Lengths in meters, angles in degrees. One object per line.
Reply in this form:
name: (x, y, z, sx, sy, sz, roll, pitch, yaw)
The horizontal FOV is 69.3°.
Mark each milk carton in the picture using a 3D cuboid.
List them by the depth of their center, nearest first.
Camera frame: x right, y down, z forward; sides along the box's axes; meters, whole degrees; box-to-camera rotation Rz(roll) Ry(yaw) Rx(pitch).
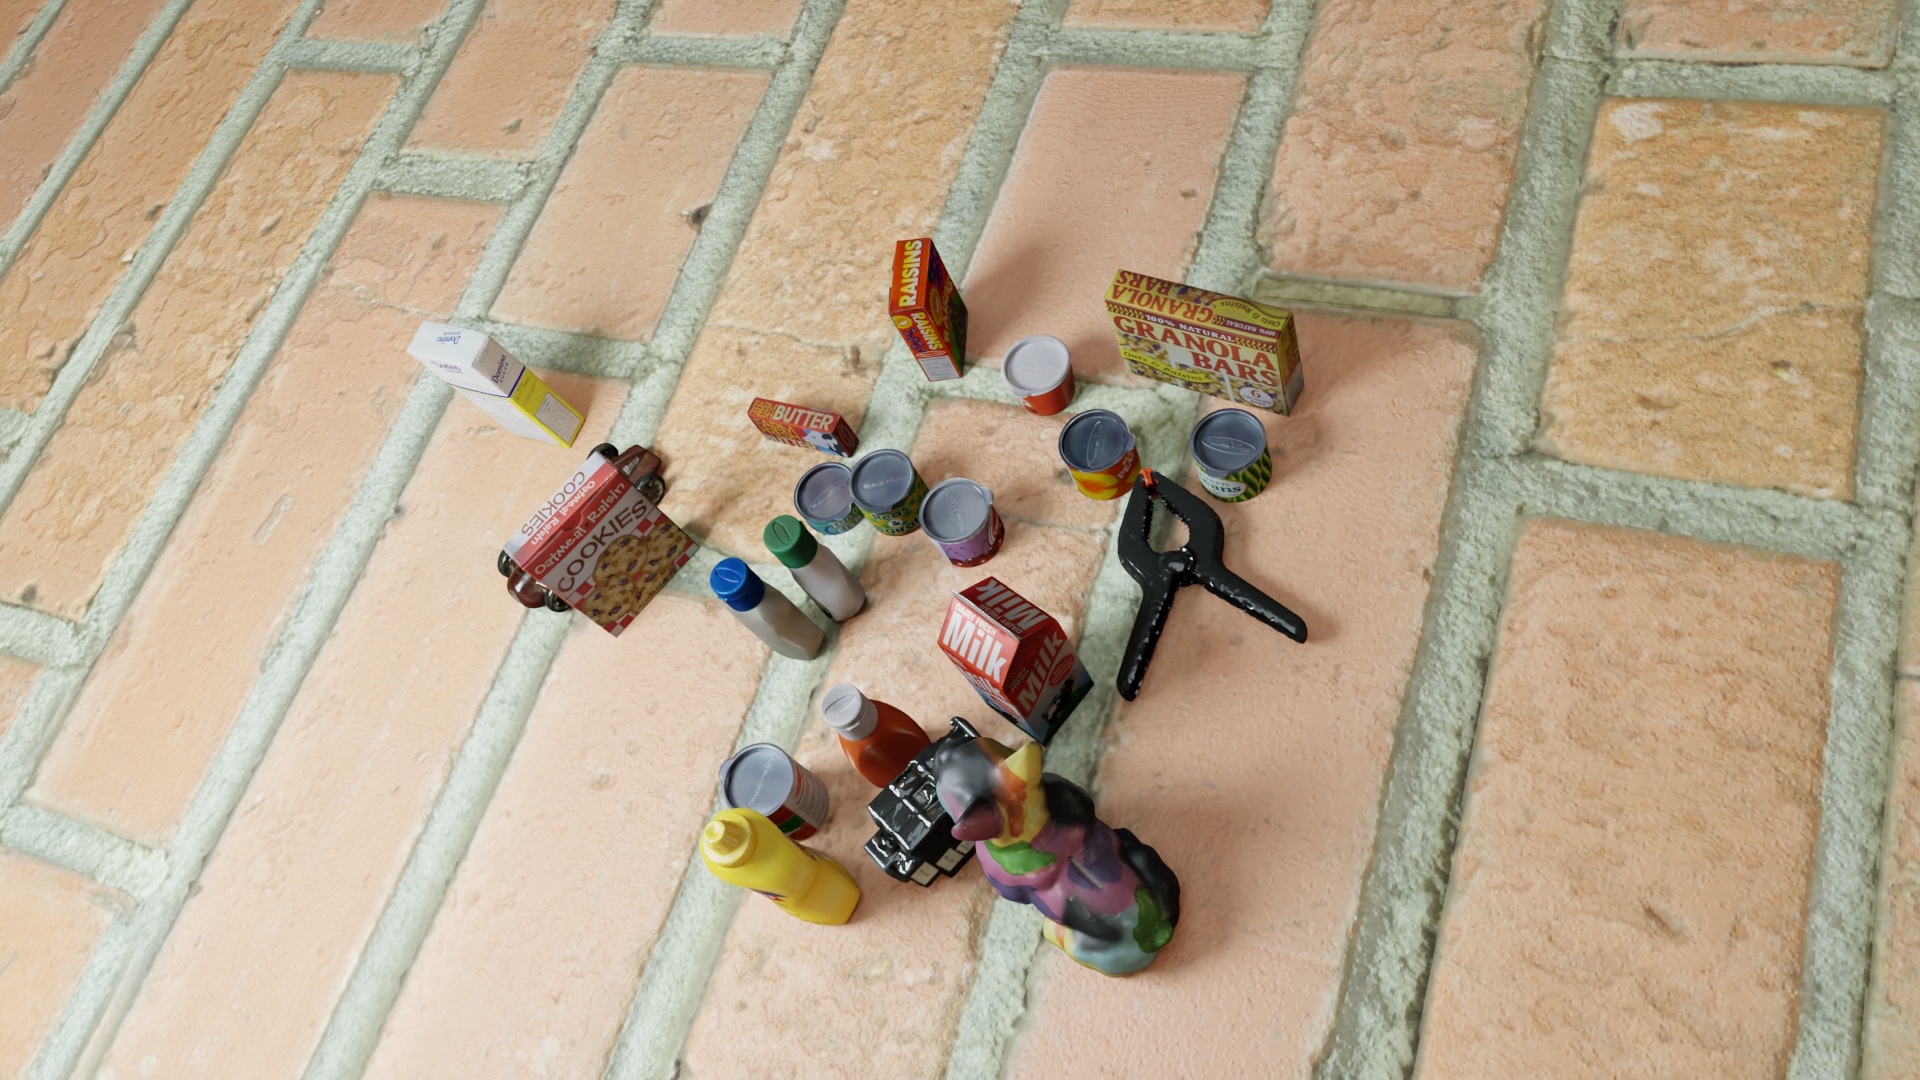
milk carton: (0.043, 0.094, 1.132, 0.072, 0.190, 0.073, 33, 78, 30)

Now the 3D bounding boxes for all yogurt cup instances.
yogurt cup: (0.078, -0.156, 1.331, 0.072, 0.053, 0.073, -8, 62, 15)

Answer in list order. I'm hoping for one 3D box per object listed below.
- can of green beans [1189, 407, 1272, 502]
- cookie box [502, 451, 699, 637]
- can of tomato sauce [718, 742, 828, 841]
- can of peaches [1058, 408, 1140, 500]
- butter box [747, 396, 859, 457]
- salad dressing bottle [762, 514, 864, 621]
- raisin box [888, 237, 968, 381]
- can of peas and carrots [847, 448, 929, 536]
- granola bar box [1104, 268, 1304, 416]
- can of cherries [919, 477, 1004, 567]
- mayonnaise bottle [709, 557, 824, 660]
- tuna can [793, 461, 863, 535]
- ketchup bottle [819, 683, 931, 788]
can of green beans: (0.241, -0.075, 1.232, 0.071, 0.057, 0.071, -8, 62, 15)
cookie box: (-0.336, 0.007, 1.318, 0.040, 0.167, 0.123, 36, 80, 30)
can of tomato sauce: (-0.161, 0.219, 1.198, 0.071, 0.083, 0.071, -8, 62, 15)
can of peaches: (0.130, -0.077, 1.270, 0.071, 0.058, 0.071, -8, 62, 15)
butter box: (-0.158, -0.113, 1.388, 0.103, 0.053, 0.024, 14, 69, 24)
salad dressing bottle: (-0.132, 0.024, 1.252, 0.044, 0.147, 0.064, -36, 58, -1)
raisin box: (-0.031, -0.225, 1.363, 0.040, 0.123, 0.086, -4, 63, 17)
can of peas and carrots: (-0.066, -0.043, 1.317, 0.071, 0.058, 0.071, -8, 62, 15)
granola bar box: (0.220, -0.177, 1.253, 0.166, 0.124, 0.039, 20, 72, 26)
can of cherries: (0.005, -0.016, 1.280, 0.071, 0.058, 0.072, -8, 62, 15)
mayonnaise bottle: (-0.176, 0.062, 1.247, 0.065, 0.147, 0.041, 18, 71, 26)
tuna can: (-0.124, -0.039, 1.350, 0.071, 0.032, 0.071, -8, 62, 15)
ketchup bottle: (-0.073, 0.162, 1.160, 0.065, 0.148, 0.044, -32, 58, 1)
